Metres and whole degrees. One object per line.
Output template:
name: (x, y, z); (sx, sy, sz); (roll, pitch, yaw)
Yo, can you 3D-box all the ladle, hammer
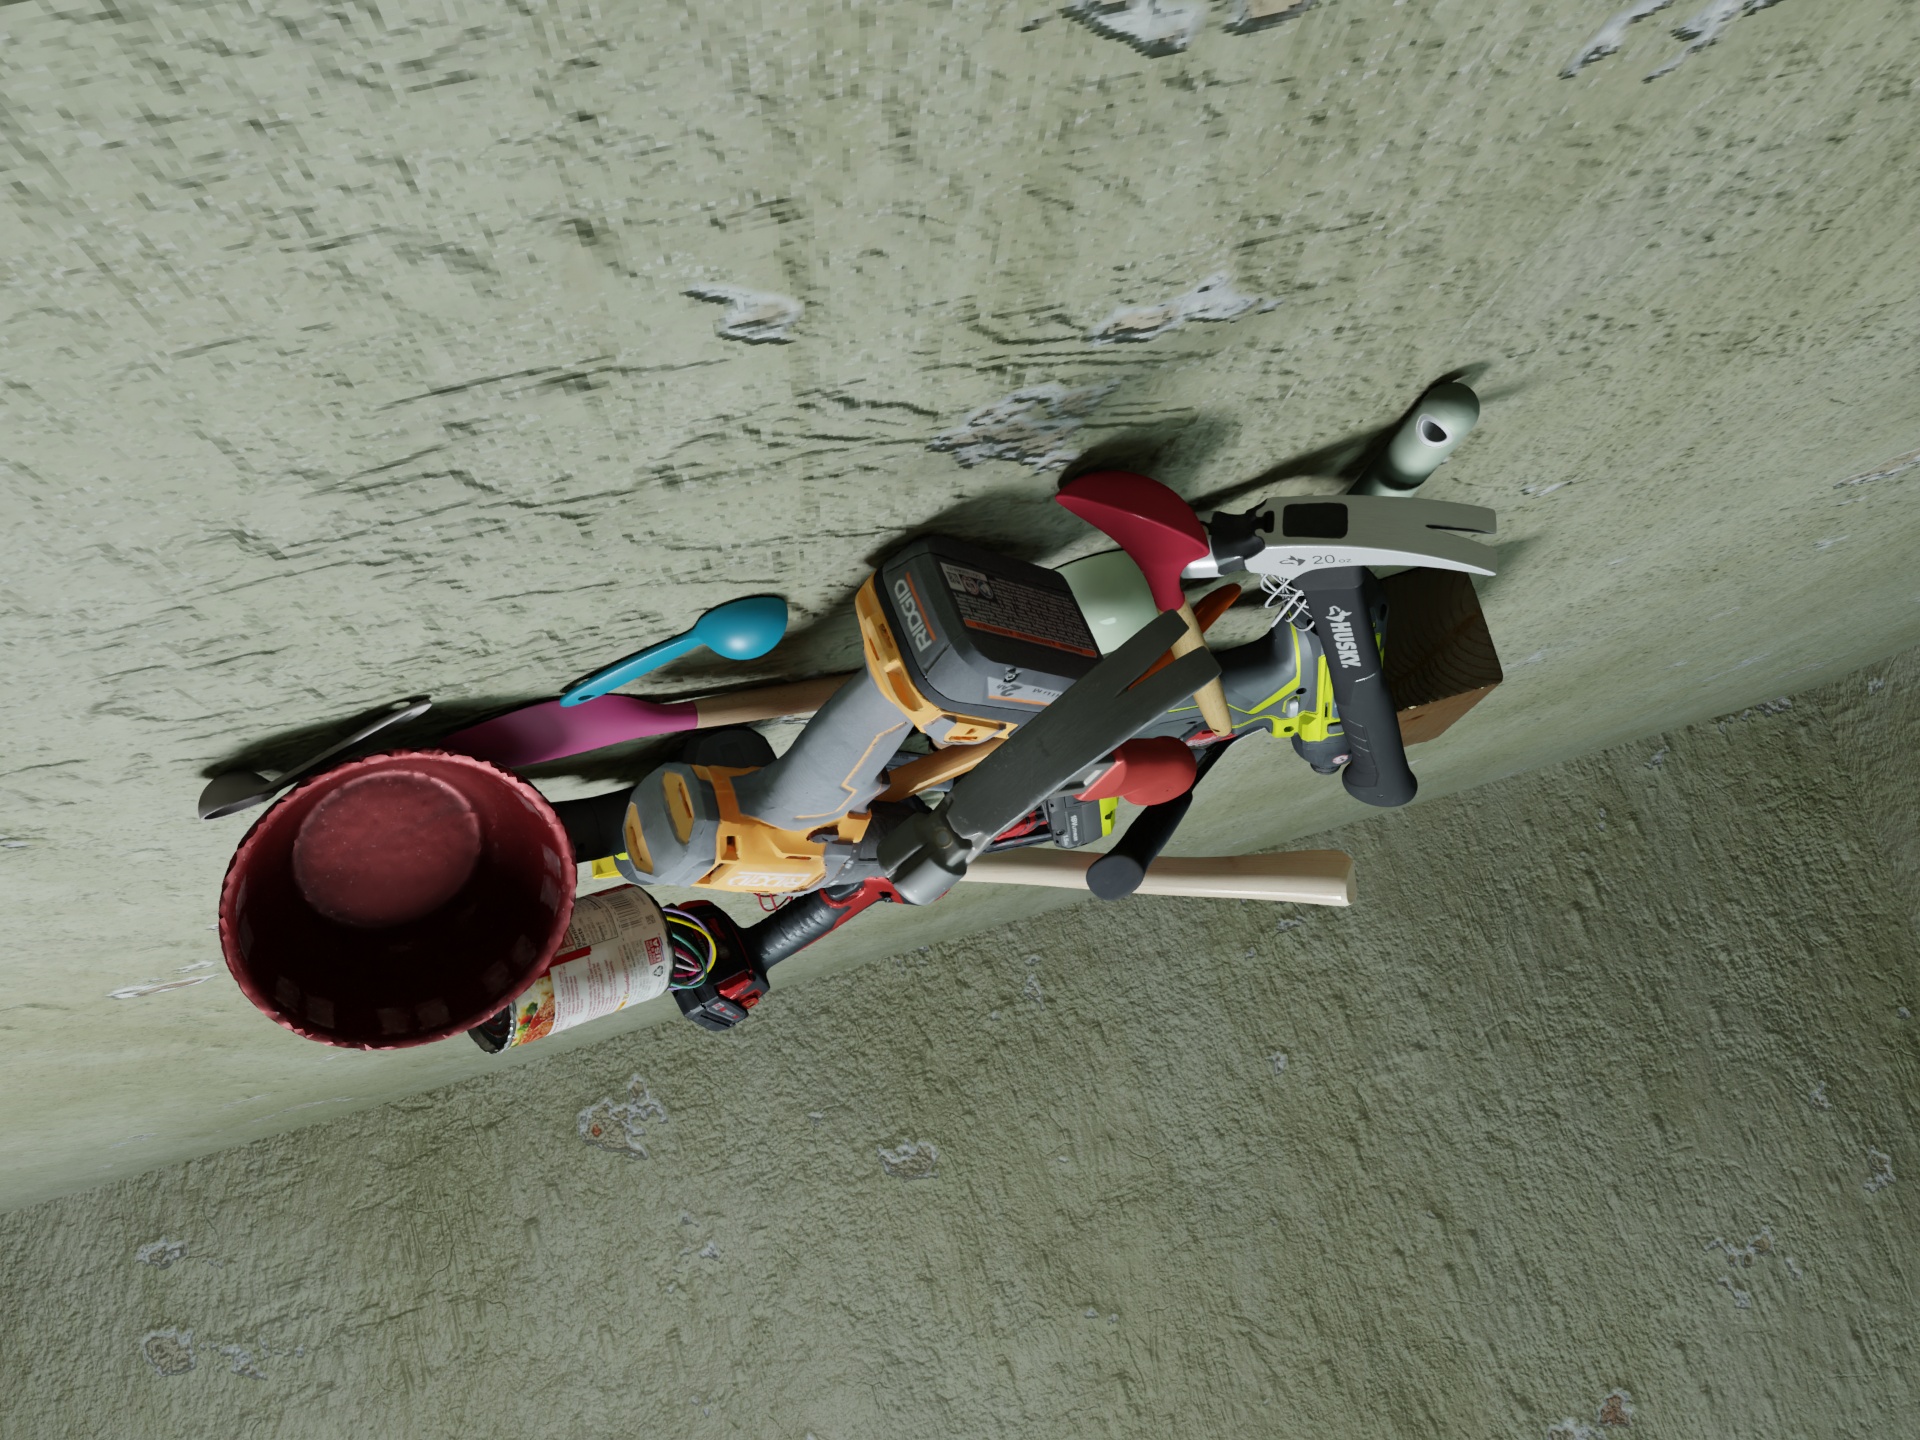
ladle: (0.108, -0.048, 0.785); (0.069, 0.031, 0.315); (22, 168, 23)
hammer: (0.223, -0.025, 0.873); (0.146, 0.035, 0.334); (-2, 155, 20)
hammer: (0.096, 0.121, 1.228); (0.411, 0.038, 0.146); (0, -155, 29)
hammer: (0.168, 0.054, 1.183); (0.149, 0.036, 0.409); (-34, 180, 23)
hammer: (0.078, 0.017, 0.755); (0.149, 0.037, 0.359); (-39, 169, 13)

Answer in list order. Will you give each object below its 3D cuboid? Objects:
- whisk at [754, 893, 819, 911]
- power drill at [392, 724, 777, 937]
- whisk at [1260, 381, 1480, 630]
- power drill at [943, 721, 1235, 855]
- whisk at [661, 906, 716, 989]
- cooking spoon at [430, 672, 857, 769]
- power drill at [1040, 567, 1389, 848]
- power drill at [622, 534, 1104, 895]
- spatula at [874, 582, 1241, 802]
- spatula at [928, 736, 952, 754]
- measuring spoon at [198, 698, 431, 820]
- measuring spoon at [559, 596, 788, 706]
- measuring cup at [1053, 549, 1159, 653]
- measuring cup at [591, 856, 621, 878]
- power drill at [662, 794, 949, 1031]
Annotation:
whisk: (-0.148, 0.101, 1.213); (0.073, 0.073, 0.295); (-17, 163, 2)
power drill: (-0.235, 0.075, 0.929); (0.228, 0.080, 0.190); (-12, 167, -33)
whisk: (0.202, -0.104, 0.801); (0.059, 0.058, 0.246); (-49, 174, -18)
power drill: (0.093, 0.021, 1.141); (0.143, 0.079, 0.219); (-5, 161, -47)
whisk: (-0.264, 0.129, 1.013); (0.244, 0.051, 0.047); (23, 133, -32)
cooking spoon: (-0.118, -0.007, 0.844); (0.318, 0.017, 0.068); (-10, 160, -31)
power drill: (0.152, -0.001, 0.992); (0.223, 0.080, 0.171); (-15, 140, -3)
power drill: (-0.031, 0.016, 0.781); (0.226, 0.084, 0.185); (-39, 150, 30)
spatula: (0.013, 0.005, 0.893); (0.322, 0.041, 0.081); (-23, -175, 3)
spatula: (-0.002, -0.003, 0.971); (0.060, 0.018, 0.316); (-14, 173, -7)
measuring spoon: (-0.293, 0.013, 0.720); (0.124, 0.018, 0.034); (-26, 178, 10)
measuring spoon: (-0.134, -0.023, 0.737); (0.128, 0.021, 0.042); (-23, 167, 22)
measuring cup: (0.055, -0.043, 0.869); (0.083, 0.038, 0.167); (-11, 165, -24)
measuring cup: (-0.197, 0.080, 1.082); (0.156, 0.029, 0.062); (-21, 168, 42)
power drill: (-0.107, 0.127, 1.136); (0.226, 0.080, 0.187); (-28, 162, -5)
